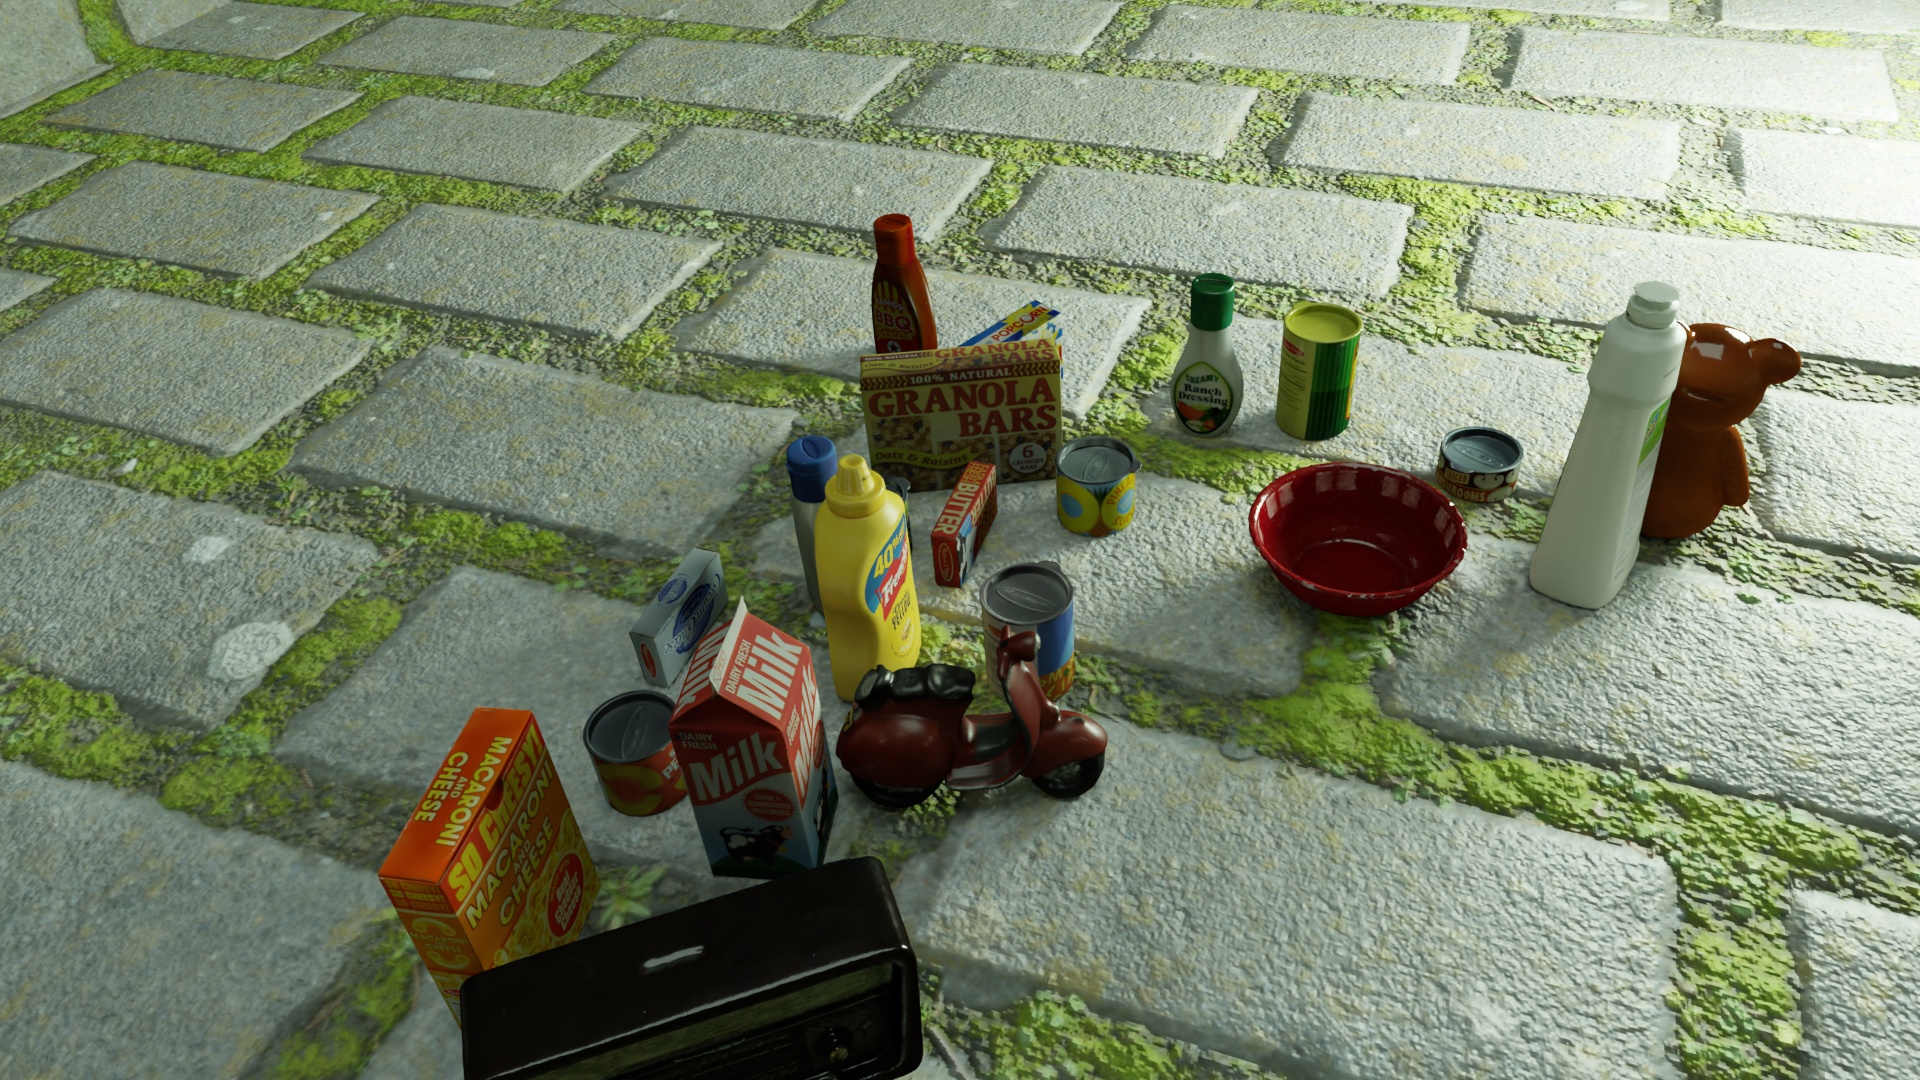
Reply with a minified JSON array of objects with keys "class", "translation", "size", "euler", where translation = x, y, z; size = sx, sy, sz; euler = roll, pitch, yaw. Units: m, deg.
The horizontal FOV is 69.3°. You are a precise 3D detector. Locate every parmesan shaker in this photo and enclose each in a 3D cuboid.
[{"class":"parmesan shaker","translation":[0.313,-0.149,1.222],"size":[0.071,0.102,0.072],"euler":[-3,40,3]}]

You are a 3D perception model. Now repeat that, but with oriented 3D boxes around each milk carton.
[{"class":"milk carton","translation":[-0.129,0.127,0.866],"size":[0.073,0.189,0.073],"euler":[2,40,8]}]

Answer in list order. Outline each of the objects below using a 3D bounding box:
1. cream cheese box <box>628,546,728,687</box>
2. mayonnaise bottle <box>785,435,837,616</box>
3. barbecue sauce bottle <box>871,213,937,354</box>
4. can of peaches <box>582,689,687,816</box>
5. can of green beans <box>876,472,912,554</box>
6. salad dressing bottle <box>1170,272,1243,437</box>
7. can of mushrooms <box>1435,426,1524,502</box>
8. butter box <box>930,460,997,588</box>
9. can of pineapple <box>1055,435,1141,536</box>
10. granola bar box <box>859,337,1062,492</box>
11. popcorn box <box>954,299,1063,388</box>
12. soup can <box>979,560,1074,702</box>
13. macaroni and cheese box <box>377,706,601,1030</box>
[{"class":"cream cheese box","translation":[-0.214,0.058,1.065],"size":[0.024,0.053,0.104],"euler":[10,42,17]},{"class":"mayonnaise bottle","translation":[-0.104,-0.011,1.063],"size":[0.041,0.147,0.065],"euler":[-20,42,-17]},{"class":"barbecue sauce bottle","translation":[-0.058,-0.239,1.333],"size":[0.065,0.147,0.044],"euler":[19,45,27]},{"class":"can of peaches","translation":[-0.217,0.146,0.955],"size":[0.071,0.057,0.071],"euler":[-3,40,3]},{"class":"can of green beans","translation":[-0.074,-0.013,1.133],"size":[0.071,0.057,0.071],"euler":[-3,40,3]},{"class":"salad dressing bottle","translation":[0.216,-0.161,1.211],"size":[0.064,0.146,0.044],"euler":[12,42,19]},{"class":"can of mushrooms","translation":[0.431,-0.063,1.159],"size":[0.071,0.033,0.071],"euler":[-3,40,2]},{"class":"butter box","translation":[0.004,-0.014,1.130],"size":[0.024,0.052,0.104],"euler":[9,42,16]},{"class":"can of pineapple","translation":[0.113,-0.044,1.151],"size":[0.071,0.057,0.071],"euler":[-3,40,3]},{"class":"granola bar box","translation":[0.003,-0.105,1.184],"size":[0.166,0.123,0.039],"euler":[-5,39,-1]},{"class":"popcorn box","translation":[0.040,-0.153,1.269],"size":[0.038,0.084,0.127],"euler":[30,51,35]},{"class":"soup can","translation":[0.051,0.067,1.003],"size":[0.071,0.083,0.072],"euler":[-3,40,3]},{"class":"macaroni and cheese box","translation":[-0.268,0.199,0.812],"size":[0.040,0.165,0.124],"euler":[3,40,10]}]
